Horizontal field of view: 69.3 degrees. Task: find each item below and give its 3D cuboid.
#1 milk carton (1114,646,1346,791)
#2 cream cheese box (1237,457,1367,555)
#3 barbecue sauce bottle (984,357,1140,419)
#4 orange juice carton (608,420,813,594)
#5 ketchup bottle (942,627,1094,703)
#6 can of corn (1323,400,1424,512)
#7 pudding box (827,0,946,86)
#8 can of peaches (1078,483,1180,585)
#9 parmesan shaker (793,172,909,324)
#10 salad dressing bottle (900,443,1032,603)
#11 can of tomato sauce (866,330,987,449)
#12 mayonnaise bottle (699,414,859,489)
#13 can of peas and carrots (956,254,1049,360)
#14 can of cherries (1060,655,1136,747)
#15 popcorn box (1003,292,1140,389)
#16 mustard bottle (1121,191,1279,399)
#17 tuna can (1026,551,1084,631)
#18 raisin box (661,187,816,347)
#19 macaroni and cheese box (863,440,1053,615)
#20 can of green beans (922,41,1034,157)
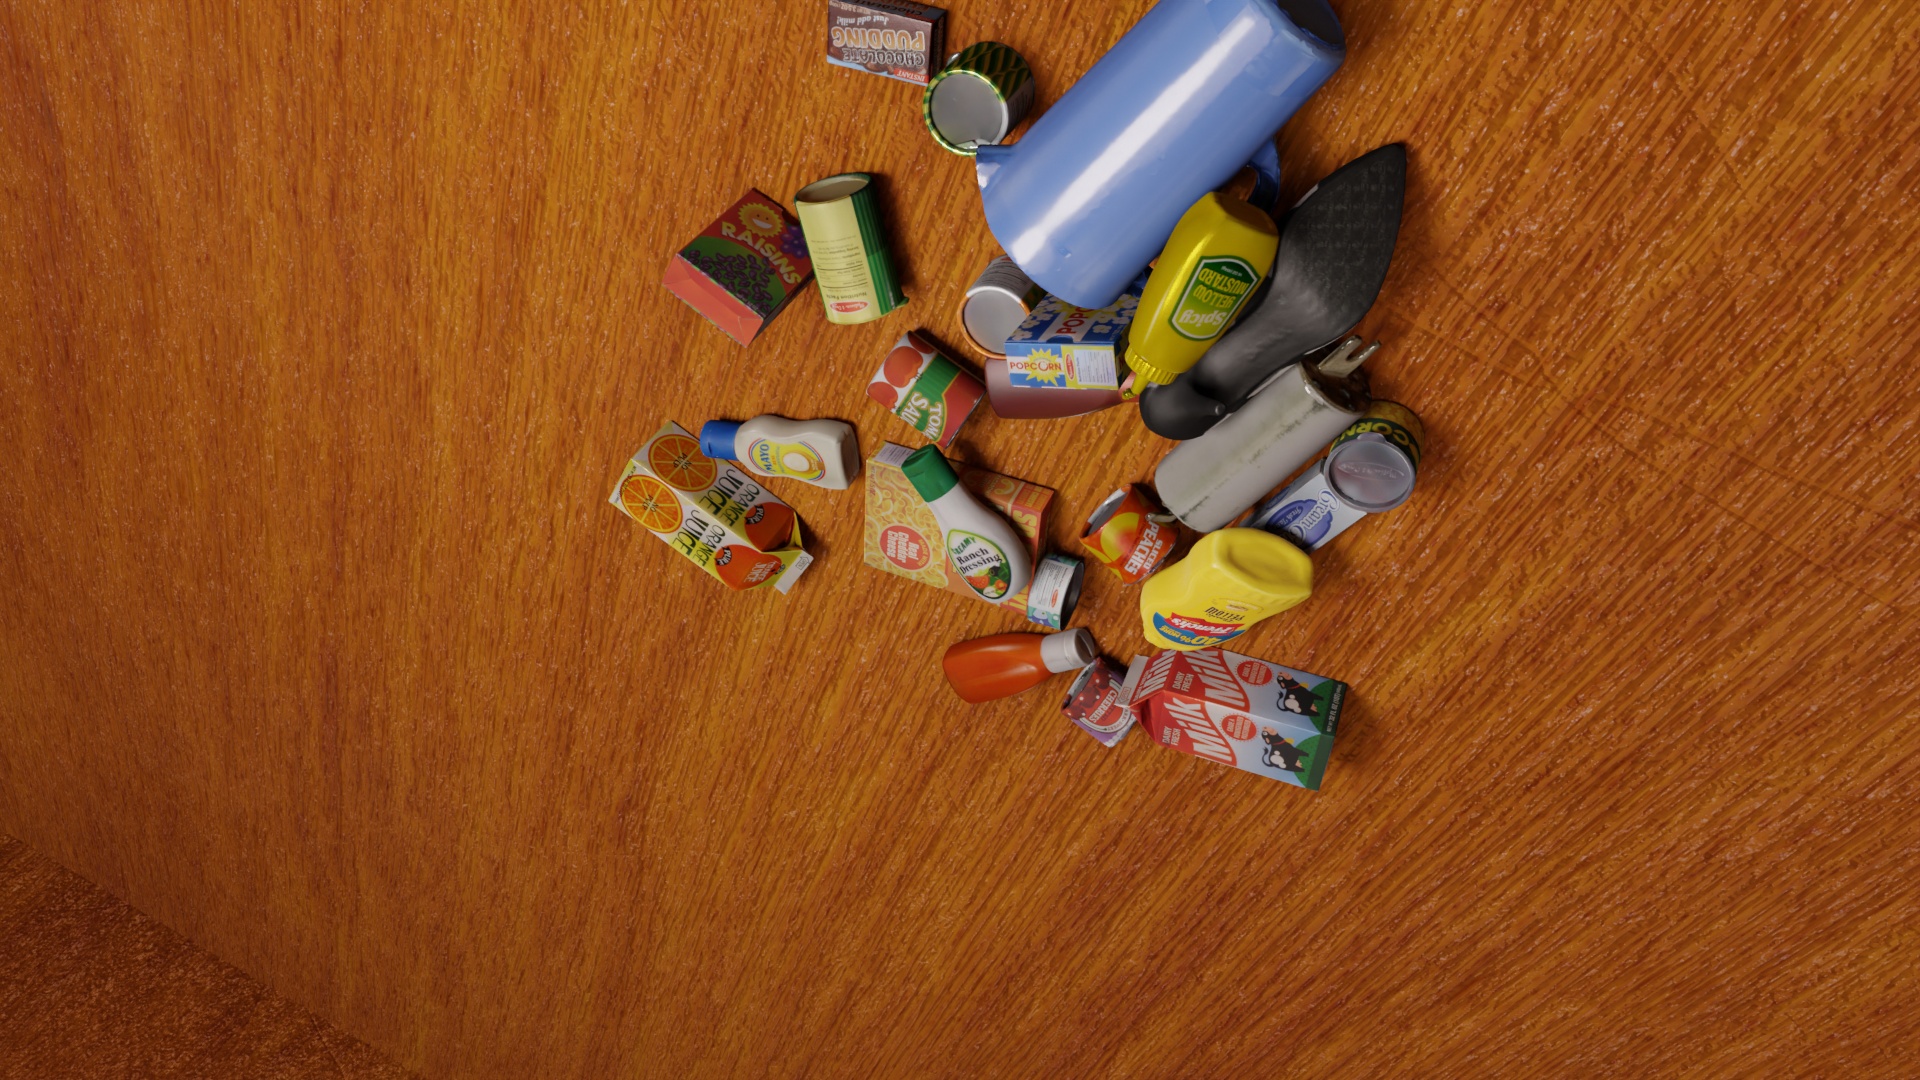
[{"bbox_3d":[0.239,0.150,1.245,0.191,0.073,0.073,15,131,15],"label":"milk carton"},{"bbox_3d":[0.277,-0.018,1.127,0.053,0.024,0.103,38,133,-8],"label":"cream cheese box"},{"bbox_3d":[0.096,-0.129,1.116,0.148,0.044,0.064,2,126,24],"label":"barbecue sauce bottle"},{"bbox_3d":[-0.234,-0.021,1.345,0.192,0.073,0.071,36,133,-4],"label":"orange juice carton"},{"bbox_3d":[0.057,0.116,1.328,0.148,0.044,0.064,-16,118,35],"label":"ketchup bottle"},{"bbox_3d":[0.313,-0.066,1.047,0.071,0.058,0.070,14,130,17],"label":"can of corn"},{"bbox_3d":[-0.055,-0.367,1.012,0.084,0.030,0.049,18,132,13],"label":"pudding box"},{"bbox_3d":[0.142,-0.005,1.172,0.058,0.071,0.071,43,132,-8],"label":"can of peaches"},{"bbox_3d":[-0.086,-0.234,1.109,0.071,0.072,0.102,3,126,25],"label":"parmesan shaker"},{"bbox_3d":[0.004,-0.015,1.195,0.064,0.044,0.147,-22,111,38],"label":"salad dressing bottle"},{"bbox_3d":[-0.028,-0.125,1.163,0.083,0.071,0.070,35,133,-2],"label":"can of tomato sauce"},{"bbox_3d":[-0.168,-0.086,1.283,0.148,0.041,0.064,8,130,20],"label":"mayonnaise bottle"},{"bbox_3d":[0.038,-0.181,1.093,0.071,0.059,0.070,14,130,17],"label":"can of peas and carrots"},{"bbox_3d":[0.135,0.150,1.298,0.058,0.072,0.071,36,133,-2],"label":"can of cherries"},{"bbox_3d":[0.095,-0.156,1.038,0.085,0.127,0.038,5,123,23],"label":"popcorn box"},{"bbox_3d":[0.152,-0.155,0.940,0.065,0.049,0.159,13,126,-22],"label":"mustard bottle"},{"bbox_3d":[0.086,0.045,1.245,0.033,0.071,0.070,16,131,16],"label":"tuna can"},{"bbox_3d":[-0.170,-0.222,1.120,0.086,0.124,0.040,37,134,-4],"label":"raisin box"},{"bbox_3d":[-0.004,-0.012,1.260,0.166,0.040,0.123,17,131,15],"label":"macaroni and cheese box"},{"bbox_3d":[0.013,-0.317,0.999,0.071,0.058,0.071,14,130,17],"label":"can of green beans"}]
